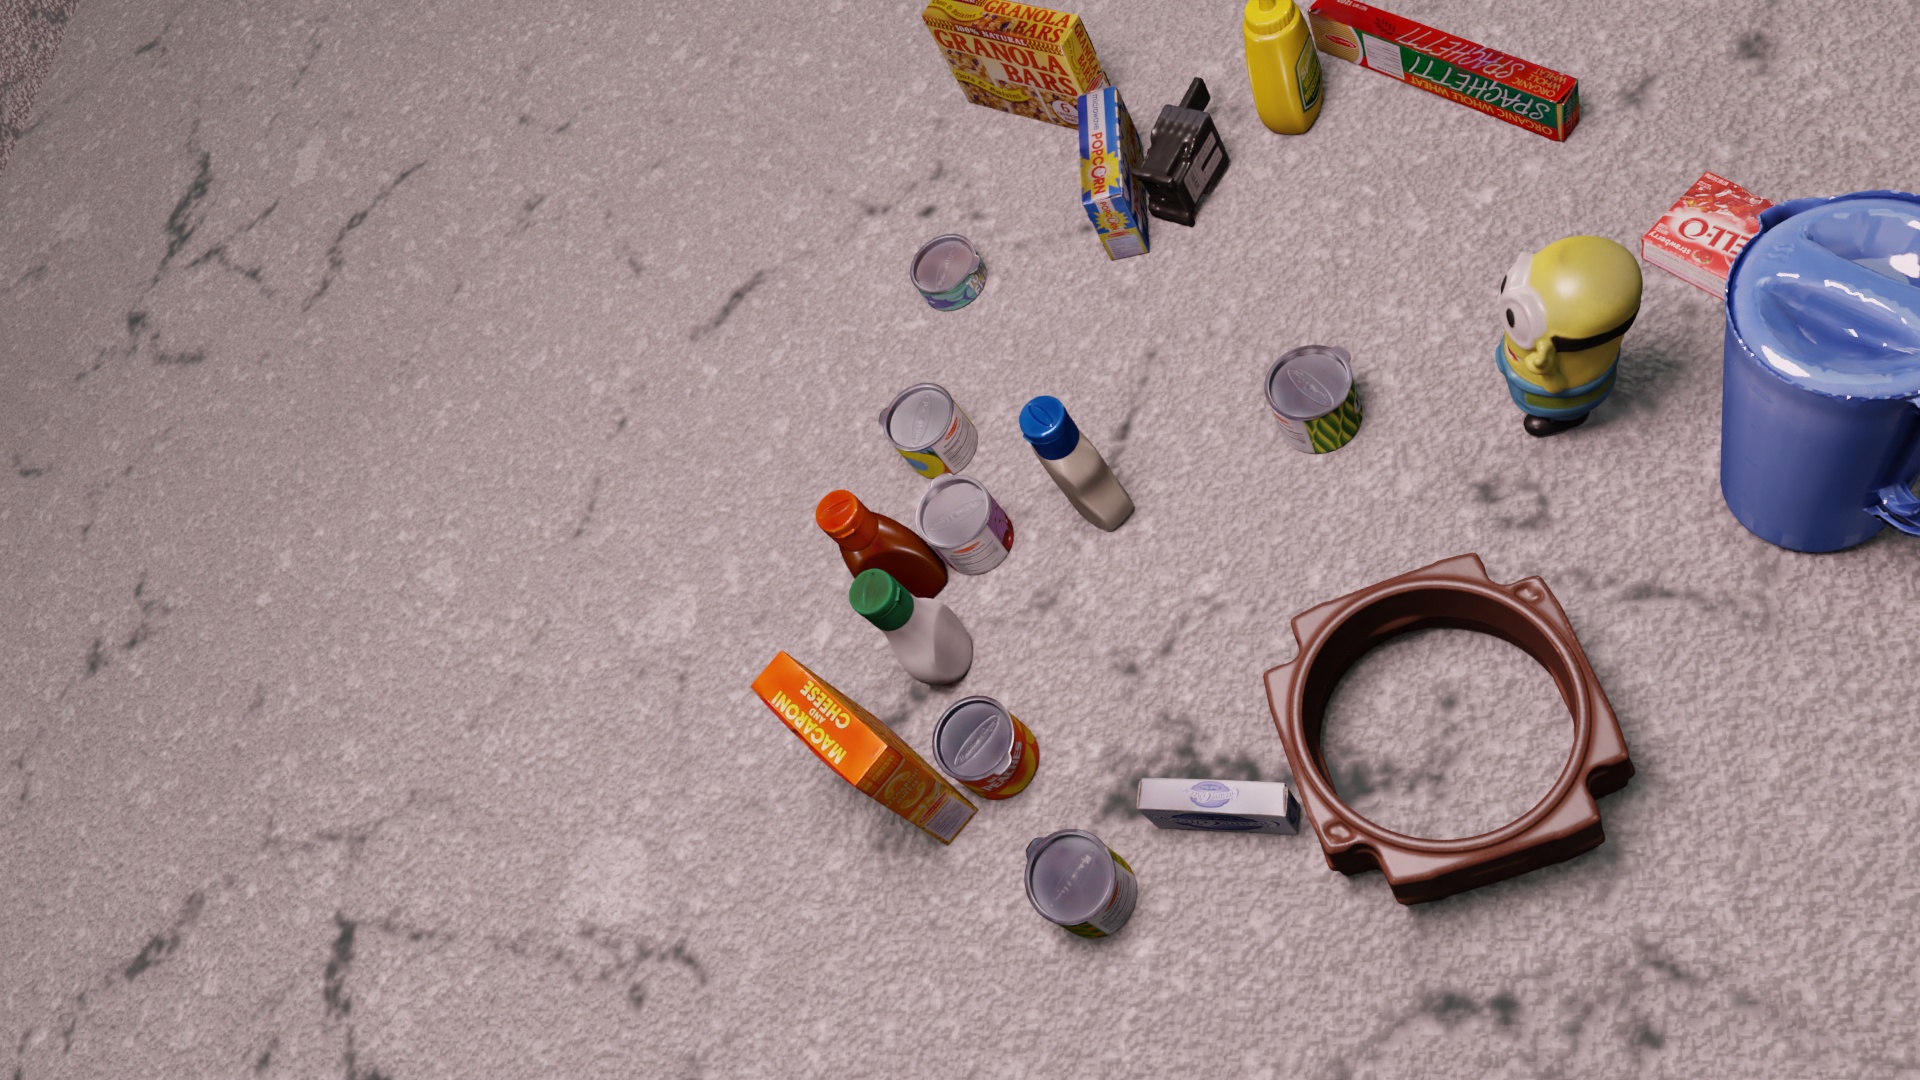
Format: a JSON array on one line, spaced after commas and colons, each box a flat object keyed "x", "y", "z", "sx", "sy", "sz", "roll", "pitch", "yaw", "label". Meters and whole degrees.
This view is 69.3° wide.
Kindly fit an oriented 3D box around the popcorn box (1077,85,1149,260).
[{"x": 0.136, "y": -0.326, "z": 1.232, "sx": 0.038, "sy": 0.085, "sz": 0.127, "roll": -10, "pitch": 61, "yaw": 20, "label": "popcorn box"}]

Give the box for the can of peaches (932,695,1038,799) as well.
[{"x": 0.021, "y": 0.159, "z": 1.053, "sx": 0.071, "sy": 0.058, "sz": 0.071, "roll": -10, "pitch": 61, "yaw": 20, "label": "can of peaches"}]

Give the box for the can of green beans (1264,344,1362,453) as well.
[{"x": 0.274, "y": -0.108, "z": 1.074, "sx": 0.071, "sy": 0.057, "sz": 0.071, "roll": -10, "pitch": 61, "yaw": 20, "label": "can of green beans"}]

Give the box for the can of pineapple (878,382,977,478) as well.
[{"x": -0.027, "y": -0.095, "z": 1.205, "sx": 0.071, "sy": 0.057, "sz": 0.071, "roll": -10, "pitch": 61, "yaw": 20, "label": "can of pineapple"}]

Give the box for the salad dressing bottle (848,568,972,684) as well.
[{"x": -0.038, "y": 0.066, "z": 1.073, "sx": 0.044, "sy": 0.147, "sz": 0.064, "roll": -4, "pitch": 64, "yaw": 23, "label": "salad dressing bottle"}]

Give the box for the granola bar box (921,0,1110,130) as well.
[{"x": 0.057, "y": -0.452, "z": 1.308, "sx": 0.166, "sy": 0.124, "sz": 0.039, "roll": 26, "pitch": 78, "yaw": 32, "label": "granola bar box"}]

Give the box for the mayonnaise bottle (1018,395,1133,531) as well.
[{"x": 0.088, "y": -0.062, "z": 1.081, "sx": 0.041, "sy": 0.147, "sz": 0.065, "roll": -44, "pitch": 56, "yaw": -1, "label": "mayonnaise bottle"}]

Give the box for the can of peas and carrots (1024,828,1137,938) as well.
[{"x": 0.084, "y": 0.242, "z": 0.982, "sx": 0.071, "sy": 0.058, "sz": 0.071, "roll": -10, "pitch": 61, "yaw": 20, "label": "can of peas and carrots"}]

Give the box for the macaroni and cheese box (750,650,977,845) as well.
[{"x": -0.069, "y": 0.156, "z": 1.030, "sx": 0.124, "sy": 0.166, "sz": 0.040, "roll": 37, "pitch": 84, "yaw": 34, "label": "macaroni and cheese box"}]

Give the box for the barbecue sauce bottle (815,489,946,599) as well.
[{"x": -0.066, "y": 0.008, "z": 1.116, "sx": 0.065, "sy": 0.148, "sz": 0.044, "roll": -28, "pitch": 57, "yaw": 10, "label": "barbecue sauce bottle"}]

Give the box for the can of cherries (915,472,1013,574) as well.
[{"x": 0.004, "y": -0.014, "z": 1.149, "sx": 0.071, "sy": 0.058, "sz": 0.072, "roll": -10, "pitch": 61, "yaw": 20, "label": "can of cherries"}]

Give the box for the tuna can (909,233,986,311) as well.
[{"x": -0.009, "y": -0.249, "z": 1.290, "sx": 0.071, "sy": 0.032, "sz": 0.071, "roll": -10, "pitch": 61, "yaw": 20, "label": "tuna can"}]

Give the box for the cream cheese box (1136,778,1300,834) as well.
[{"x": 0.181, "y": 0.185, "z": 0.969, "sx": 0.104, "sy": 0.053, "sz": 0.024, "roll": -2, "pitch": 65, "yaw": 24, "label": "cream cheese box"}]

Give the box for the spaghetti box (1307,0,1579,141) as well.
[{"x": 0.403, "y": -0.401, "z": 1.169, "sx": 0.250, "sy": 0.050, "sz": 0.029, "roll": 37, "pitch": 84, "yaw": 34, "label": "spaghetti box"}]

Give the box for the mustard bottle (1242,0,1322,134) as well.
[{"x": 0.268, "y": -0.413, "z": 1.170, "sx": 0.049, "sy": 0.160, "sz": 0.065, "roll": 14, "pitch": 72, "yaw": 30, "label": "mustard bottle"}]
